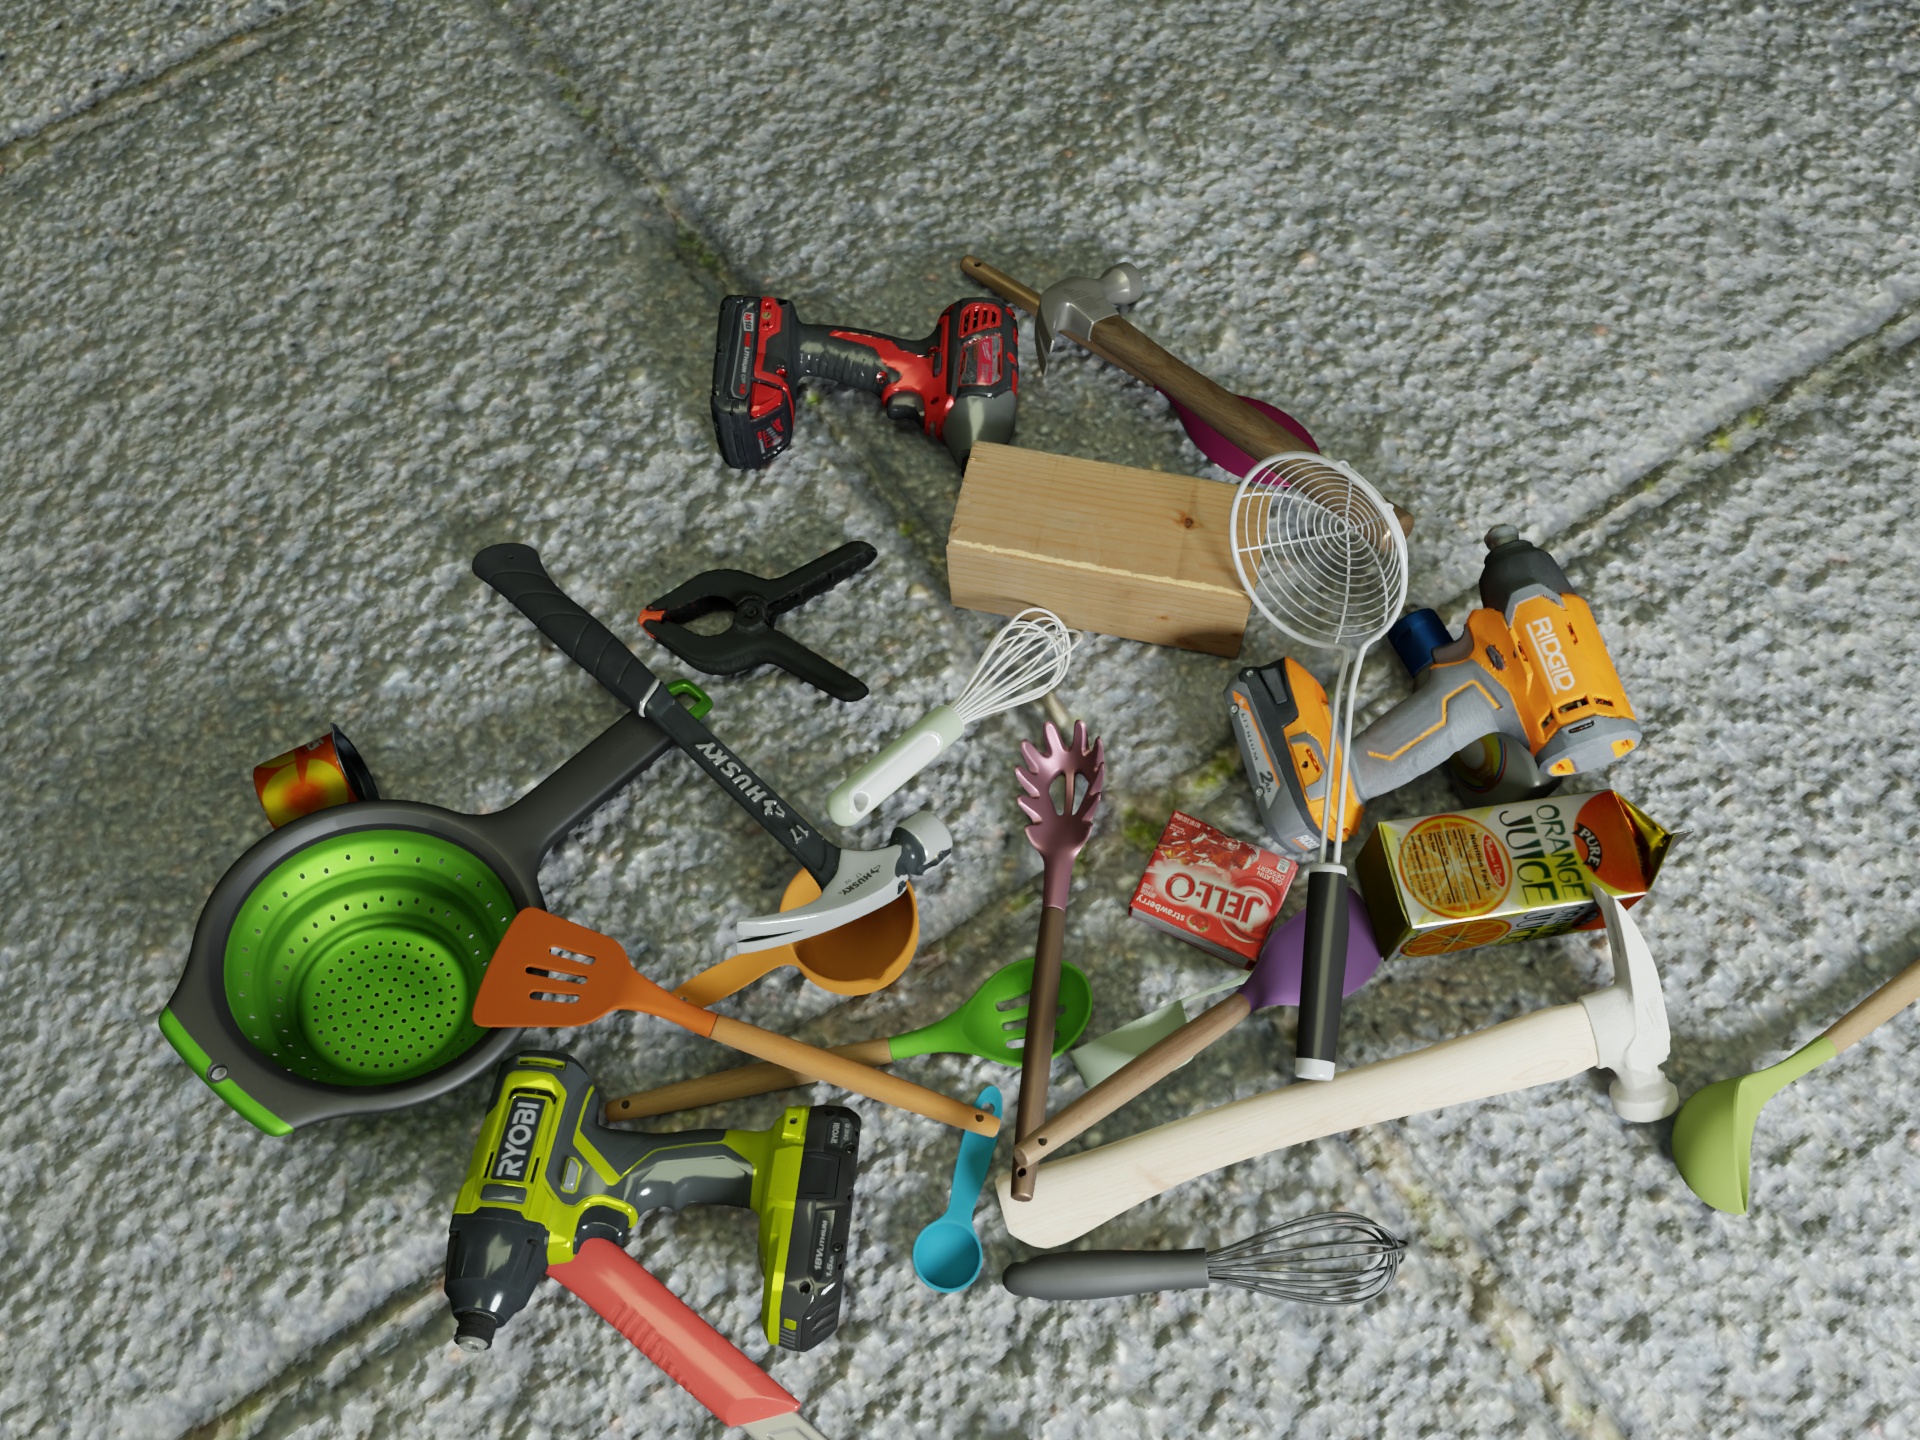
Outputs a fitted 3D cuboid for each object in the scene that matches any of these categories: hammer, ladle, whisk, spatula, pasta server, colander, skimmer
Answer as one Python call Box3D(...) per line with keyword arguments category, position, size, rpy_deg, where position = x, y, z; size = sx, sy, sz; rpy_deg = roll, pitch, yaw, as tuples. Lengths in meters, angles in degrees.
Box3D(category="hammer", position=(0.218, 0.221, 0.950), size=(0.410, 0.038, 0.146), rpy_deg=(-17, 102, 0))
Box3D(category="ladle", position=(0.557, 0.190, 0.967), size=(0.320, 0.078, 0.062), rpy_deg=(-30, 30, -14))
Box3D(category="whisk", position=(-0.002, -0.003, 1.033), size=(0.059, 0.057, 0.246), rpy_deg=(0, 30, 45))
Box3D(category="hammer", position=(-0.197, -0.001, 1.049), size=(0.149, 0.036, 0.409), rpy_deg=(-32, 57, -33))
Box3D(category="spatula", position=(0.151, 0.182, 0.944), size=(0.316, 0.018, 0.060), rpy_deg=(-24, 72, -34))
Box3D(category="spatula", position=(-0.128, 0.195, 0.962), size=(0.322, 0.041, 0.081), rpy_deg=(22, 56, -8))
Box3D(category="hammer", position=(0.179, -0.220, 1.120), size=(0.130, 0.031, 0.332), rpy_deg=(-29, 58, -32))
Box3D(category="hammer", position=(-0.136, 0.374, 0.930), size=(0.359, 0.036, 0.149), rpy_deg=(35, 73, 15))
Box3D(category="pasta server", position=(0.053, 0.140, 0.991), size=(0.060, 0.040, 0.316), rpy_deg=(-3, 54, 17))
Box3D(category="whisk", position=(0.143, 0.321, 0.938), size=(0.239, 0.055, 0.055), rpy_deg=(-5, 67, 5))
Box3D(category="colander", position=(-0.310, 0.111, 1.031), size=(0.204, 0.094, 0.397), rpy_deg=(39, 56, 11))
Box3D(category="skimmer", position=(0.201, 0.023, 0.939), size=(0.090, 0.127, 0.363), rpy_deg=(17, 73, -33))

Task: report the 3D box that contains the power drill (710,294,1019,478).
Box3D(category="power drill", position=(-0.067, -0.242, 1.168), size=(0.219, 0.078, 0.143), rpy_deg=(1, 68, 0))

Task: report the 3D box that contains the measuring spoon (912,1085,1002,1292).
Box3D(category="measuring spoon", position=(0.003, 0.287, 0.975), size=(0.042, 0.021, 0.129), rpy_deg=(17, 60, 2))

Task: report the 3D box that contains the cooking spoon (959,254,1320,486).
Box3D(category="cooking spoon", position=(0.129, -0.270, 1.199), size=(0.319, 0.017, 0.069), rpy_deg=(35, 71, 15))

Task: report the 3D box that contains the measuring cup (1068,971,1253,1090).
Box3D(category="measuring cup", position=(0.147, 0.190, 0.986), size=(0.167, 0.083, 0.038), rpy_deg=(-18, 76, -22))

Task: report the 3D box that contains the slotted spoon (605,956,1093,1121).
Box3D(category="slotted spoon", position=(-0.069, 0.211, 1.001), size=(0.313, 0.031, 0.070), rpy_deg=(-13, 57, -1))

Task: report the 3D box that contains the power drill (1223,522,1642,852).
Box3D(category="power drill", position=(0.290, -0.021, 1.011), size=(0.226, 0.084, 0.164), rpy_deg=(-22, 66, 20))

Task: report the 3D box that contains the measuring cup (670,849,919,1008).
Box3D(category="measuring cup", position=(-0.107, 0.151, 1.016), size=(0.173, 0.052, 0.095), rpy_deg=(-26, 69, -6))

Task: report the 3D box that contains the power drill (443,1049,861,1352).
Box3D(category="power drill", position=(-0.175, 0.286, 0.917), size=(0.223, 0.080, 0.171), rpy_deg=(6, 47, -1))
